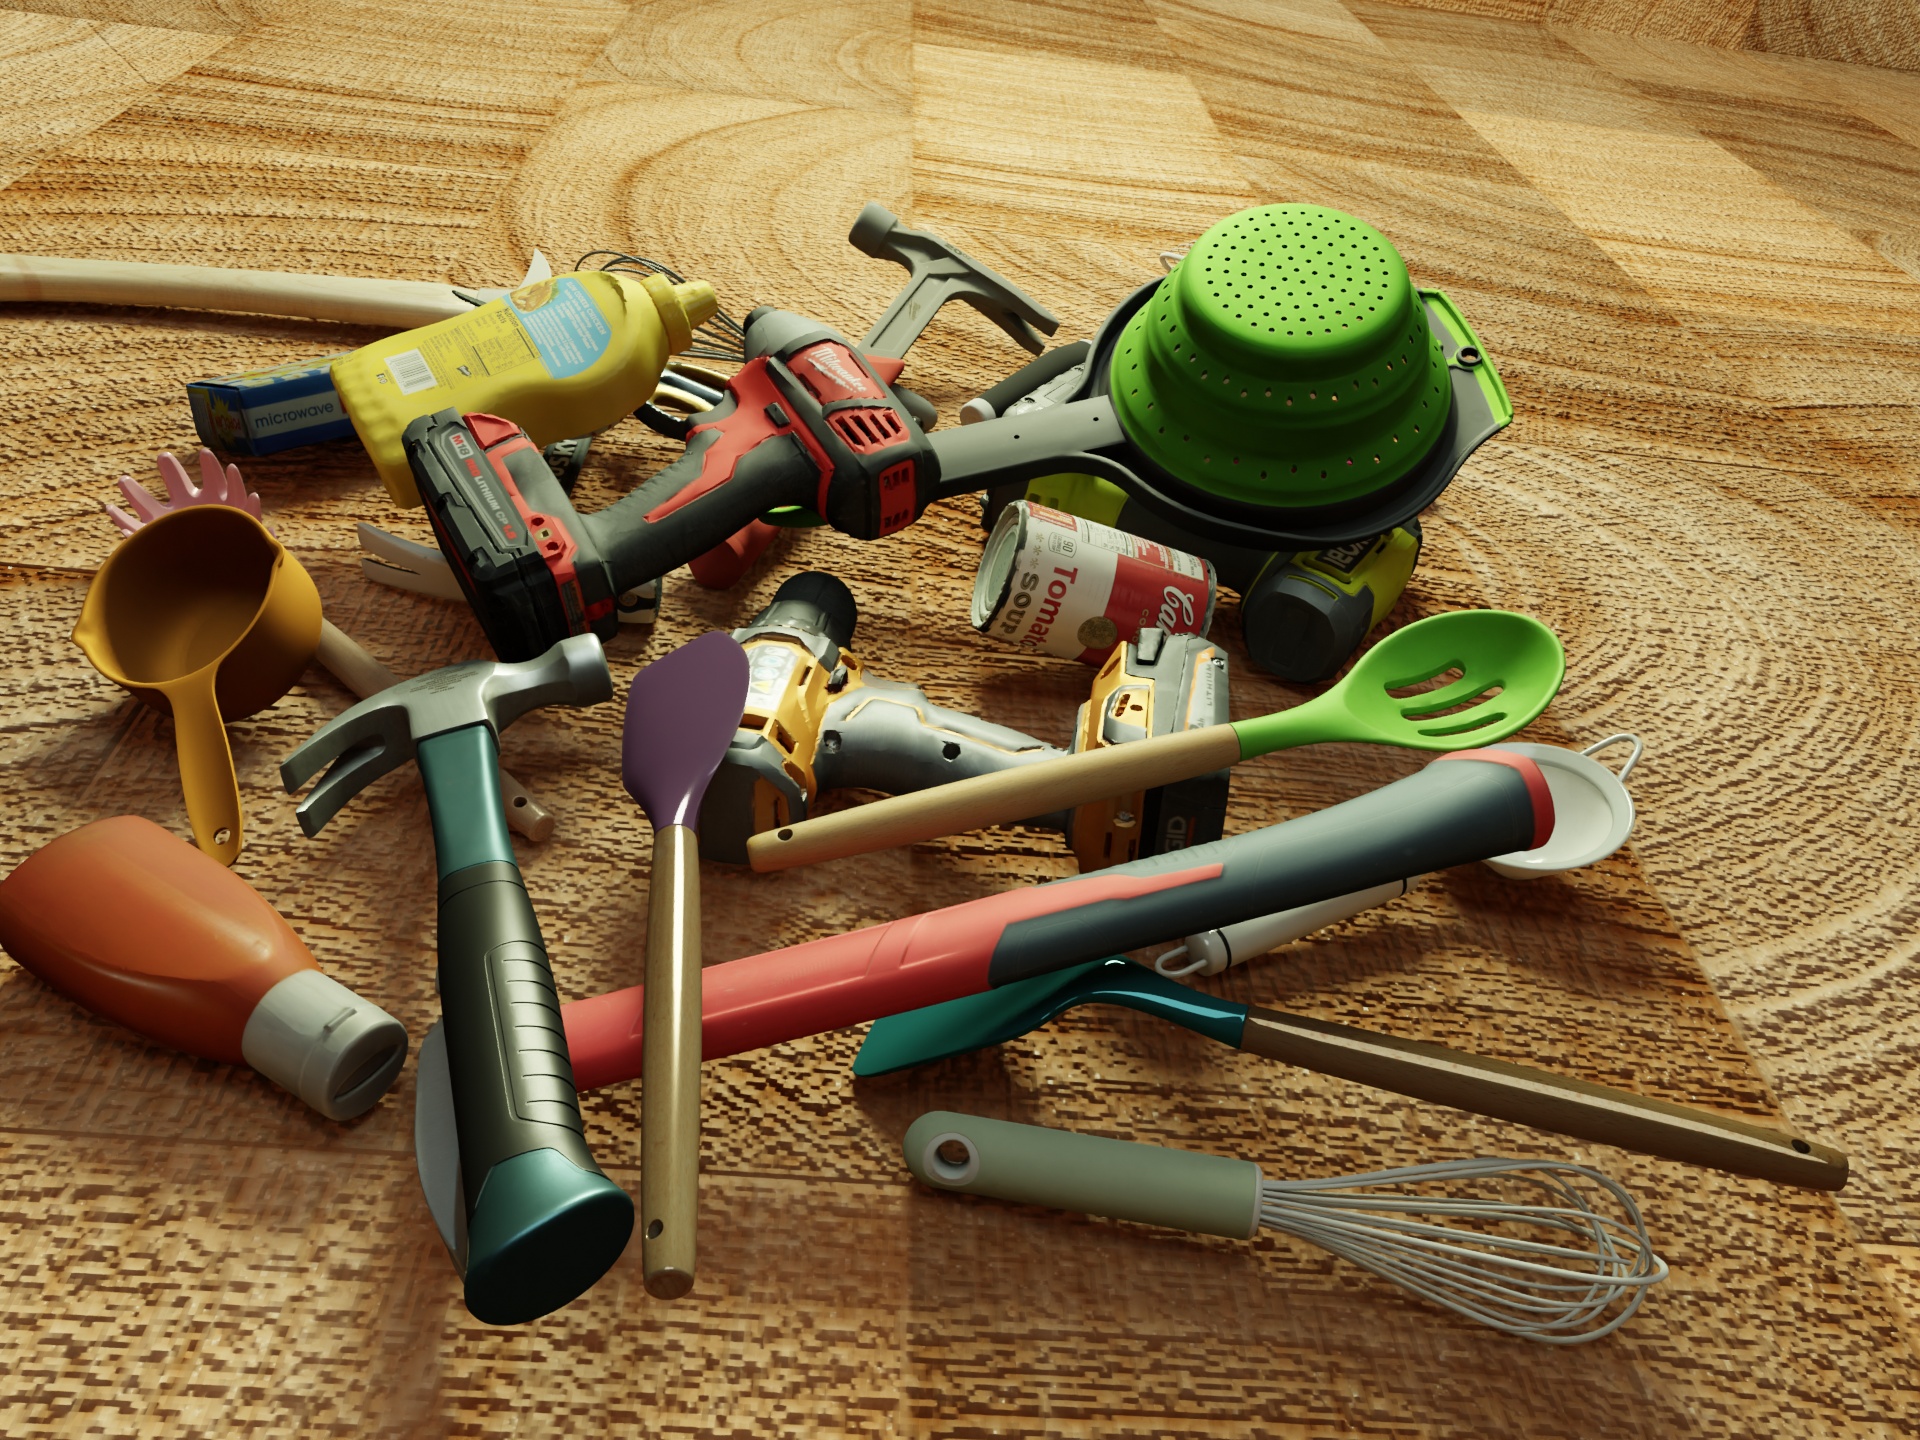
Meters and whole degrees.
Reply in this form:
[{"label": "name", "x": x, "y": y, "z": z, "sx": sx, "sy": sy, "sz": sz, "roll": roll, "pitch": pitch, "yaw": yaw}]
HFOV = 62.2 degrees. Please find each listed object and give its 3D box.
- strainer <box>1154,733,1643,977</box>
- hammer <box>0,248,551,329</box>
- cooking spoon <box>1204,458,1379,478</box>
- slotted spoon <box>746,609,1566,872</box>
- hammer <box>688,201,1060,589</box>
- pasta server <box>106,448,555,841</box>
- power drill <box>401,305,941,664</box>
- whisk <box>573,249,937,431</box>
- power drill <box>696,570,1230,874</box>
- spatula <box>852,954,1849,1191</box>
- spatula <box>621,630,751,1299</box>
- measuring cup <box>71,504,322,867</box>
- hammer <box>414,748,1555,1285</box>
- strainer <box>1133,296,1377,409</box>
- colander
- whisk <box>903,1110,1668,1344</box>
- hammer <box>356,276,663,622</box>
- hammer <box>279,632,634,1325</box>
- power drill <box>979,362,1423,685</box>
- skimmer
[{"label": "strainer", "x": 0.188, "y": 0.063, "z": 0.669, "sx": 0.258, "sy": 0.050, "sz": 0.087, "roll": -17, "pitch": 36, "yaw": -24}, {"label": "hammer", "x": -0.473, "y": -0.280, "z": 1.021, "sx": 0.410, "sy": 0.038, "sz": 0.146, "roll": 2, "pitch": 34, "yaw": -9}, {"label": "cooking spoon", "x": 0.143, "y": -0.165, "z": 1.000, "sx": 0.319, "sy": 0.017, "sz": 0.069, "roll": 2, "pitch": 15, "yaw": -8}, {"label": "slotted spoon", "x": 0.076, "y": 0.013, "z": 0.588, "sx": 0.313, "sy": 0.031, "sz": 0.070, "roll": -13, "pitch": 43, "yaw": -9}, {"label": "hammer", "x": -0.058, "y": -0.187, "z": 0.935, "sx": 0.149, "sy": 0.036, "sz": 0.359, "roll": 32, "pitch": 45, "yaw": -5}, {"label": "pasta server", "x": -0.283, "y": -0.037, "z": 0.712, "sx": 0.316, "sy": 0.040, "sz": 0.060, "roll": 34, "pitch": 61, "yaw": 29}, {"label": "power drill", "x": -0.134, "y": -0.120, "z": 0.745, "sx": 0.219, "sy": 0.078, "sz": 0.143, "roll": -25, "pitch": 60, "yaw": -18}, {"label": "whisk", "x": -0.125, "y": -0.230, "z": 0.982, "sx": 0.239, "sy": 0.055, "sz": 0.055, "roll": 20, "pitch": 34, "yaw": -10}, {"label": "power drill", "x": -0.001, "y": -0.002, "z": 0.691, "sx": 0.226, "sy": 0.084, "sz": 0.185, "roll": 6, "pitch": 33, "yaw": 5}, {"label": "spatula", "x": 0.121, "y": 0.117, "z": 0.536, "sx": 0.317, "sy": 0.044, "sz": 0.082, "roll": 11, "pitch": 32, "yaw": 17}, {"label": "spatula", "x": -0.094, "y": 0.055, "z": 0.533, "sx": 0.060, "sy": 0.018, "sz": 0.316, "roll": -27, "pitch": 34, "yaw": 10}, {"label": "measuring cup", "x": -0.303, "y": -0.007, "z": 0.657, "sx": 0.095, "sy": 0.052, "sz": 0.174, "roll": -23, "pitch": 64, "yaw": 0}, {"label": "hammer", "x": 0.019, "y": 0.081, "z": 0.523, "sx": 0.386, "sy": 0.038, "sz": 0.143, "roll": -13, "pitch": 33, "yaw": -7}, {"label": "strainer", "x": 0.219, "y": -0.219, "z": 1.043, "sx": 0.256, "sy": 0.151, "sz": 0.069, "roll": -2, "pitch": 60, "yaw": -47}, {"label": "colander", "x": 0.085, "y": -0.174, "z": 0.799, "sx": 0.397, "sy": 0.094, "sz": 0.205, "roll": -13, "pitch": 58, "yaw": -5}, {"label": "whisk", "x": 0.103, "y": 0.157, "z": 0.517, "sx": 0.246, "sy": 0.058, "sz": 0.059, "roll": 8, "pitch": 0, "yaw": 5}, {"label": "hammer", "x": -0.227, "y": -0.176, "z": 0.928, "sx": 0.149, "sy": 0.036, "sz": 0.409, "roll": 4, "pitch": 34, "yaw": -5}, {"label": "hammer", "x": -0.156, "y": 0.062, "z": 0.527, "sx": 0.128, "sy": 0.033, "sz": 0.331, "roll": -16, "pitch": 32, "yaw": -14}, {"label": "power drill", "x": 0.139, "y": -0.115, "z": 0.884, "sx": 0.223, "sy": 0.080, "sz": 0.171, "roll": 28, "pitch": 40, "yaw": 19}, {"label": "skimmer", "x": 0.118, "y": -0.247, "z": 1.089, "sx": 0.127, "sy": 0.090, "sz": 0.363, "roll": 36, "pitch": 50, "yaw": 21}]
